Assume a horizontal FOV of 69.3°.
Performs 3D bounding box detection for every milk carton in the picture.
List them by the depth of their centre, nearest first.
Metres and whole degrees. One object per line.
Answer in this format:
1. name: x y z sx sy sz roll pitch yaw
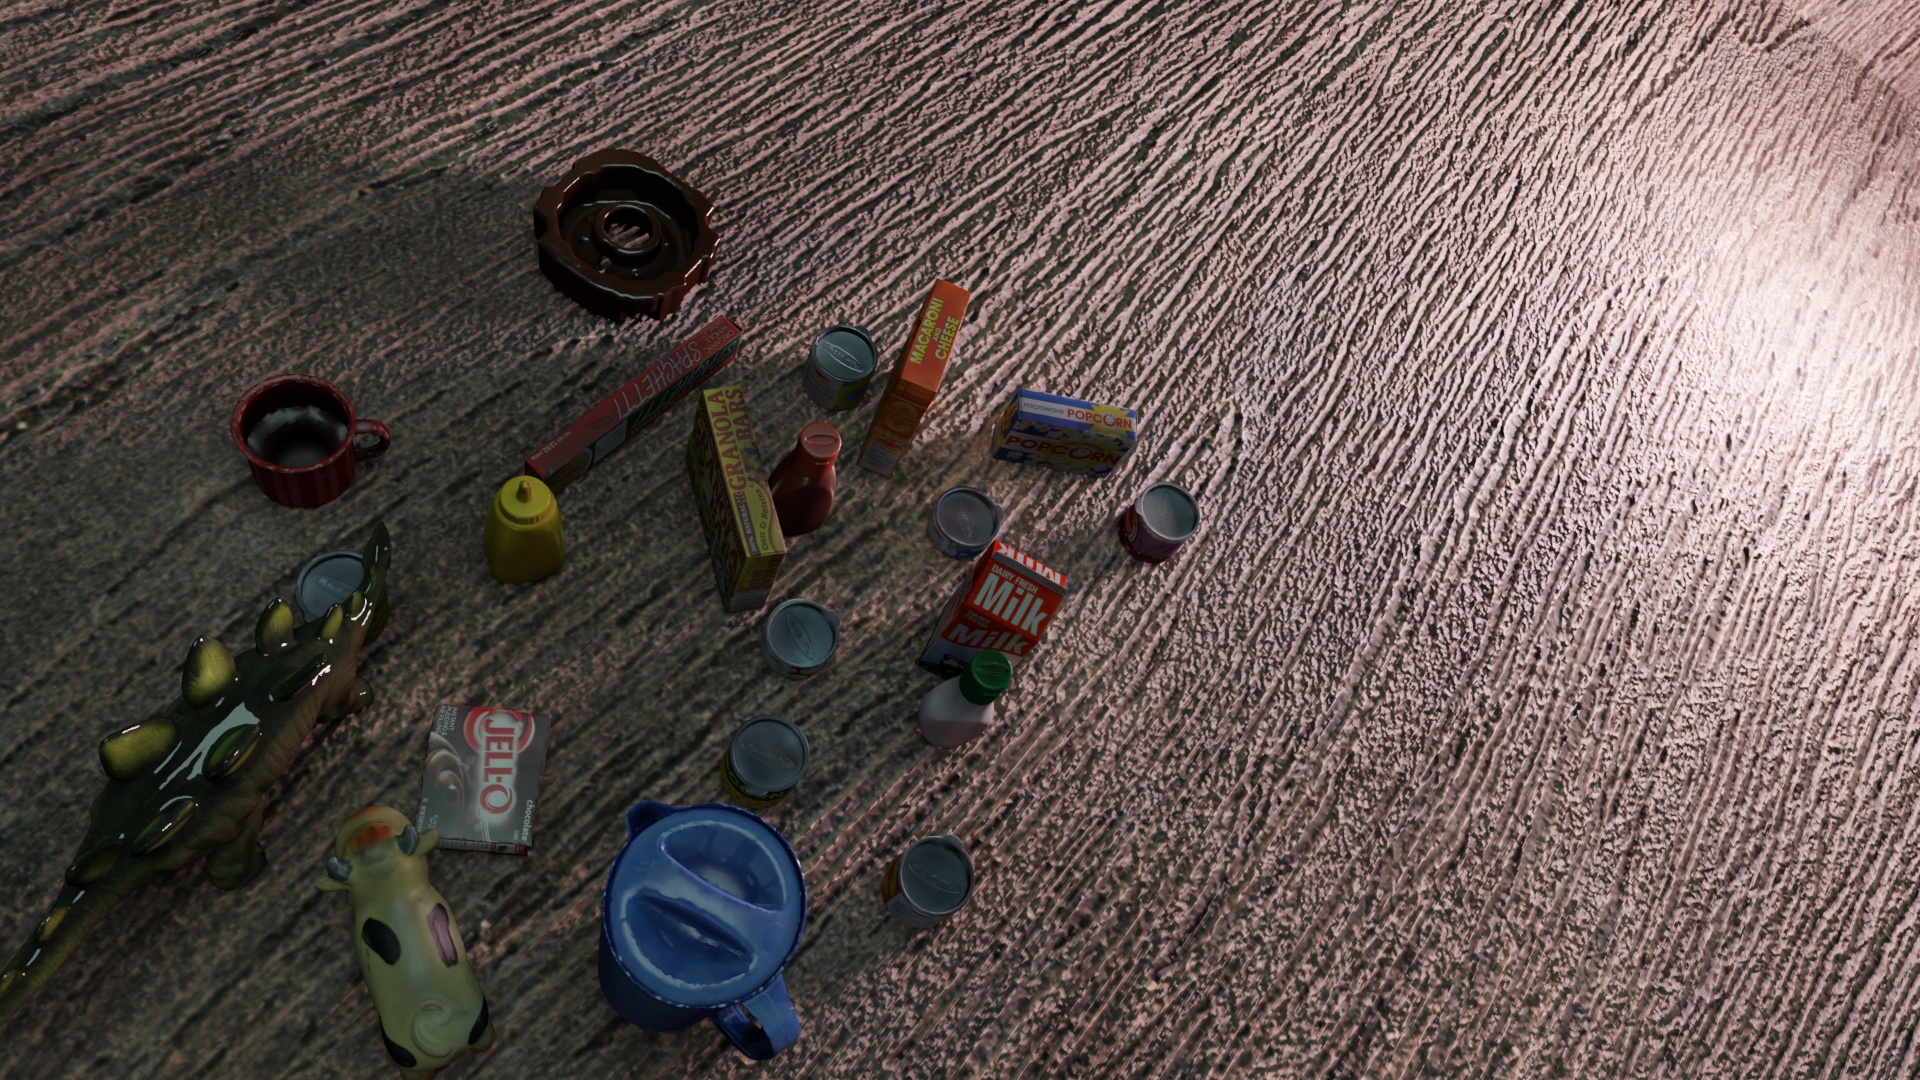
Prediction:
1. milk carton: 0.032 0.064 1.221 0.072 0.189 0.074 28 59 -4

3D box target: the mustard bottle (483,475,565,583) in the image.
1. mustard bottle: -0.359 -0.015 1.147 0.065 0.159 0.049 -14 70 -24

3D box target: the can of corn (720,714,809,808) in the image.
1. can of corn: -0.166 0.189 1.168 0.071 0.058 0.071 8 62 -15

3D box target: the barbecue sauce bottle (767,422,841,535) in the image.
1. barbecue sauce bottle: -0.140 -0.054 1.248 0.065 0.147 0.044 -2 65 -20

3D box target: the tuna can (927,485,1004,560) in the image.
1. tuna can: 0.005 -0.017 1.345 0.071 0.032 0.071 8 62 -15

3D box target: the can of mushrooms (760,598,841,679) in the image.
1. can of mushrooms: -0.142 0.088 1.242 0.071 0.033 0.071 8 62 -15

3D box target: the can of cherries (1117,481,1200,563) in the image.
1. can of cherries: 0.197 -0.018 1.396 0.071 0.058 0.072 8 62 -15

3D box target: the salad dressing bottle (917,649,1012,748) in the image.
1. salad dressing bottle: 0.006 0.137 1.200 0.064 0.147 0.044 6 63 -16

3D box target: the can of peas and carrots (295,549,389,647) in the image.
1. can of peas and carrots: -0.501 0.051 1.125 0.071 0.058 0.071 8 62 -15

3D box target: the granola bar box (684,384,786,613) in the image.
1. granola bar box: -0.203 -0.035 1.231 0.039 0.123 0.166 -9 68 -22

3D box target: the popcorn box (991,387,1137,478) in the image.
1. popcorn box: 0.104 -0.107 1.394 0.127 0.084 0.038 9 62 -14

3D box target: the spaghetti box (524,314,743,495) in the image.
1. spaghetti box: -0.300 -0.126 1.288 0.029 0.050 0.251 43 59 5

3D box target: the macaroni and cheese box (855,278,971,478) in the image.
1. macaroni and cheese box: -0.046 -0.151 1.319 0.040 0.165 0.124 22 60 -7

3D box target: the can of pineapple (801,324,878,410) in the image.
1. can of pineapple: -0.118 -0.170 1.368 0.071 0.057 0.071 8 62 -15

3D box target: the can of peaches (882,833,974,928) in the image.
1. can of peaches: -0.027 0.286 1.166 0.071 0.057 0.071 8 62 -15
